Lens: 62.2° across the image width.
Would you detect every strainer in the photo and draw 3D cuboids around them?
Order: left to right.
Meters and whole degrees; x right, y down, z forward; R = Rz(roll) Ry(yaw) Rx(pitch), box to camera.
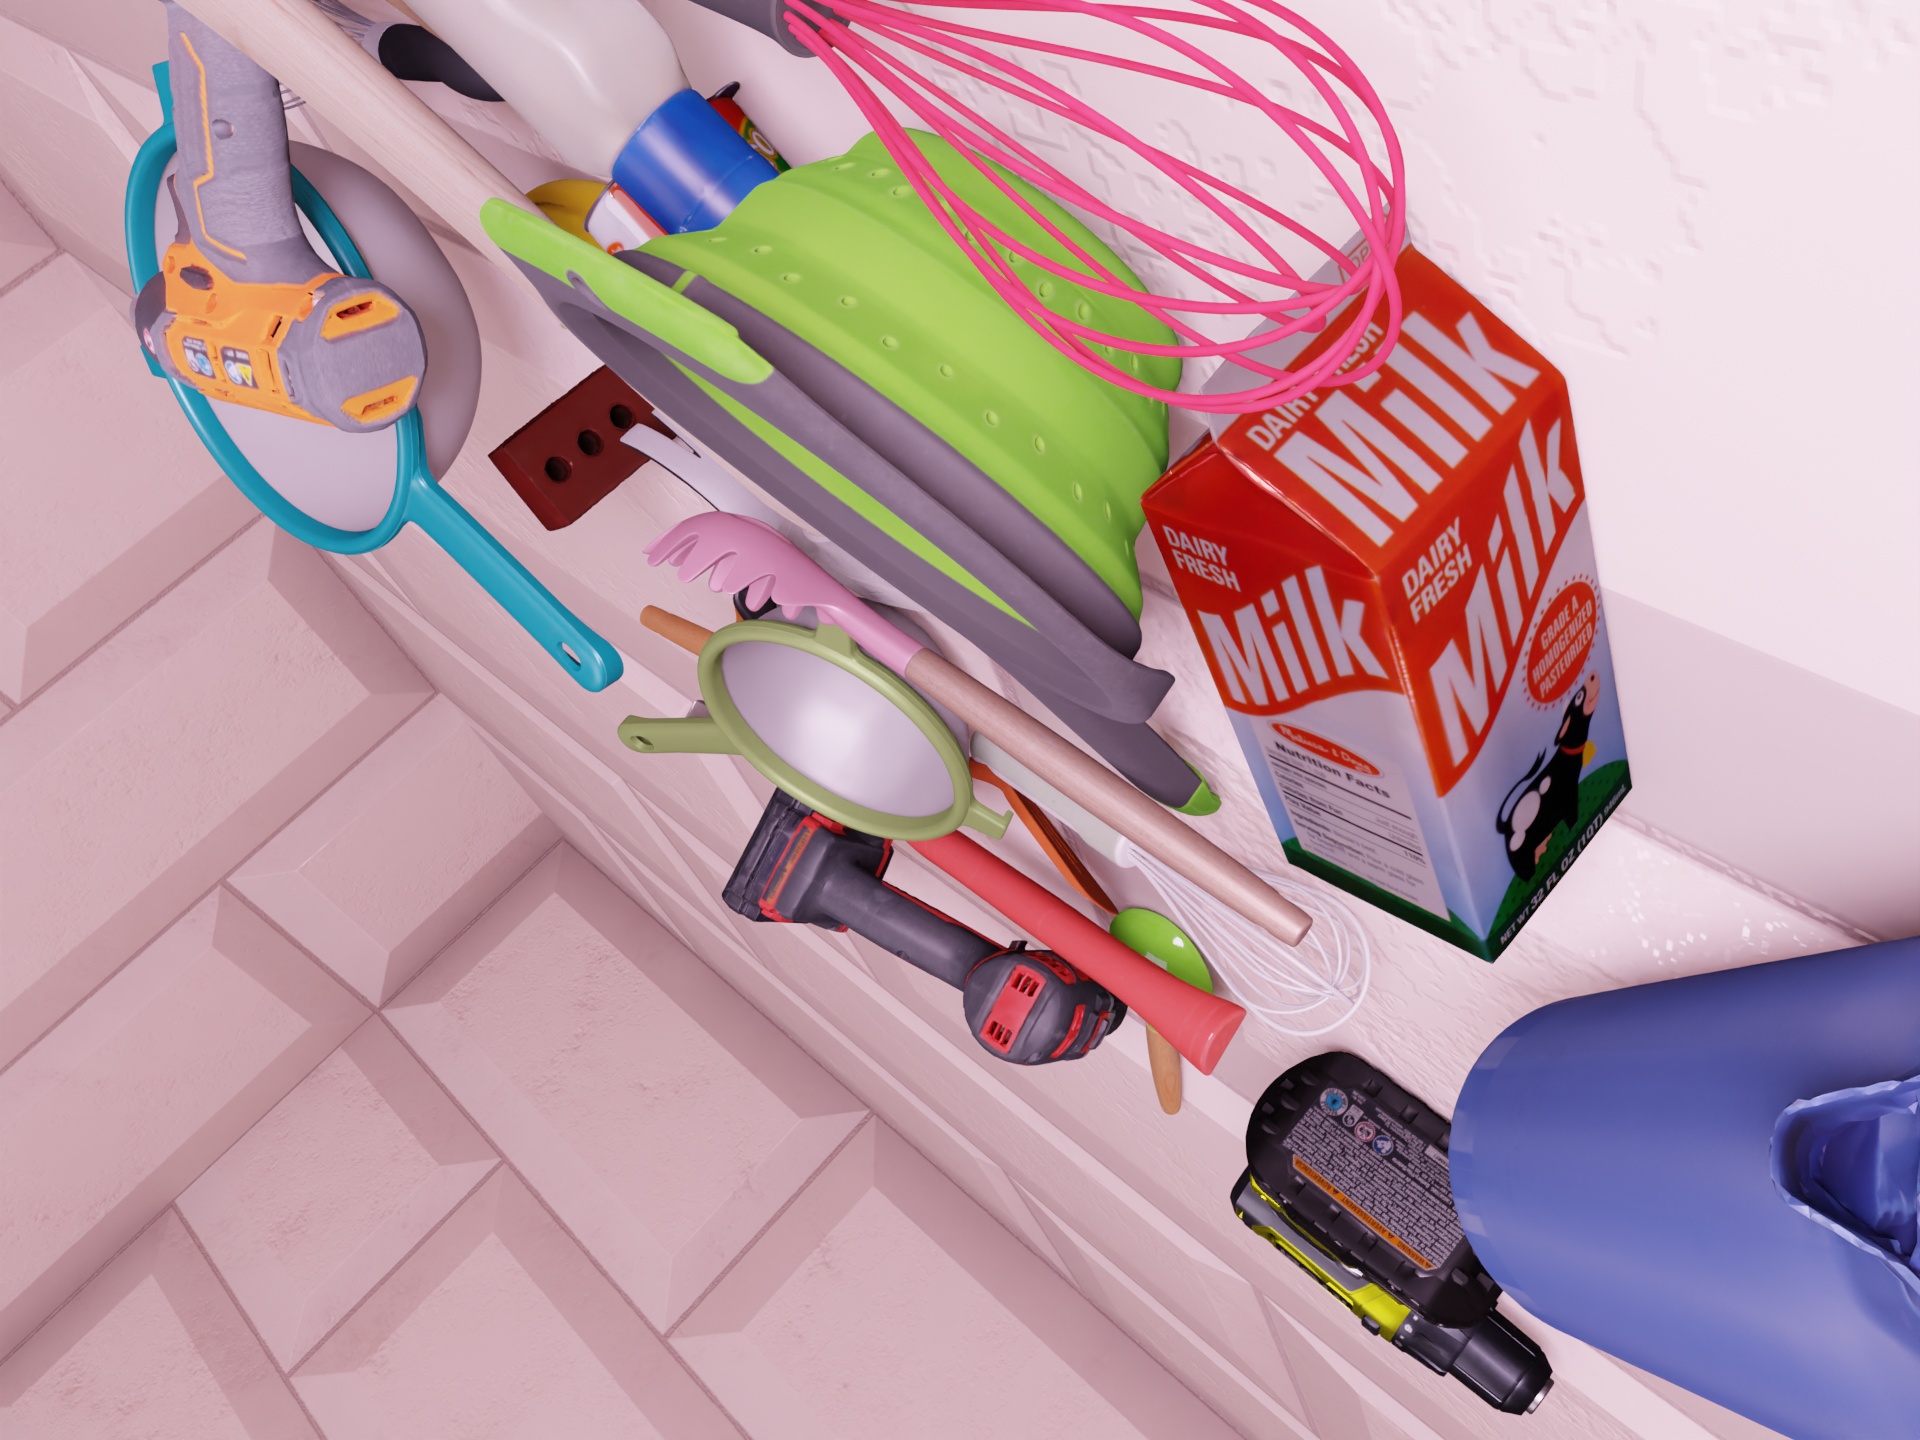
[{"bbox_3d":[-0.261,-0.152,0.777,0.340,0.095,0.211,44,137,8],"label":"strainer"},{"bbox_3d":[-0.086,-0.011,0.815,0.256,0.069,0.151,-1,136,45],"label":"strainer"}]

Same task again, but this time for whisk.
[{"bbox_3d":[-0.260,-0.290,0.689,0.285,0.070,0.070,25,154,39],"label":"whisk"},{"bbox_3d":[-0.020,-0.151,0.346,0.296,0.073,0.073,40,163,32],"label":"whisk"},{"bbox_3d":[0.084,0.060,0.716,0.057,0.059,0.247,23,-171,-47],"label":"whisk"}]

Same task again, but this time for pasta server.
[{"bbox_3d":[-0.001,-0.002,0.628,0.316,0.040,0.060,35,-175,22],"label":"pasta server"}]

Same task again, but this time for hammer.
[{"bbox_3d":[-0.151,-0.171,0.585,0.410,0.038,0.146,40,167,-33],"label":"hammer"},{"bbox_3d":[-0.124,-0.060,0.932,0.127,0.034,0.336,41,163,10],"label":"hammer"},{"bbox_3d":[0.002,0.076,0.856,0.359,0.037,0.149,32,-177,39],"label":"hammer"}]

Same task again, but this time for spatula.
[{"bbox_3d":[-0.051,0.012,0.859,0.323,0.041,0.081,26,176,21],"label":"spatula"}]

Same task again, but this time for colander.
[{"bbox_3d":[0.029,-0.065,0.509,0.205,0.094,0.396,34,178,34],"label":"colander"}]

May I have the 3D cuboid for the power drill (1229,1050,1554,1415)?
[{"bbox_3d":[0.227,0.272,0.822,0.191,0.080,0.228,36,164,27],"label":"power drill"}]

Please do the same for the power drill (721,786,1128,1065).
[{"bbox_3d":[-0.007,0.128,0.944,0.227,0.080,0.187,28,-178,22],"label":"power drill"}]

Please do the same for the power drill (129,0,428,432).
[{"bbox_3d":[-0.307,-0.235,0.637,0.164,0.084,0.226,16,126,32],"label":"power drill"}]

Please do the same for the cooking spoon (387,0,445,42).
[{"bbox_3d":[-0.230,-0.293,0.608,0.319,0.017,0.068,42,164,37],"label":"cooking spoon"}]

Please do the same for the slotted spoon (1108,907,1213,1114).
[{"bbox_3d":[0.122,0.191,0.959,0.070,0.031,0.313,36,162,25],"label":"slotted spoon"}]
